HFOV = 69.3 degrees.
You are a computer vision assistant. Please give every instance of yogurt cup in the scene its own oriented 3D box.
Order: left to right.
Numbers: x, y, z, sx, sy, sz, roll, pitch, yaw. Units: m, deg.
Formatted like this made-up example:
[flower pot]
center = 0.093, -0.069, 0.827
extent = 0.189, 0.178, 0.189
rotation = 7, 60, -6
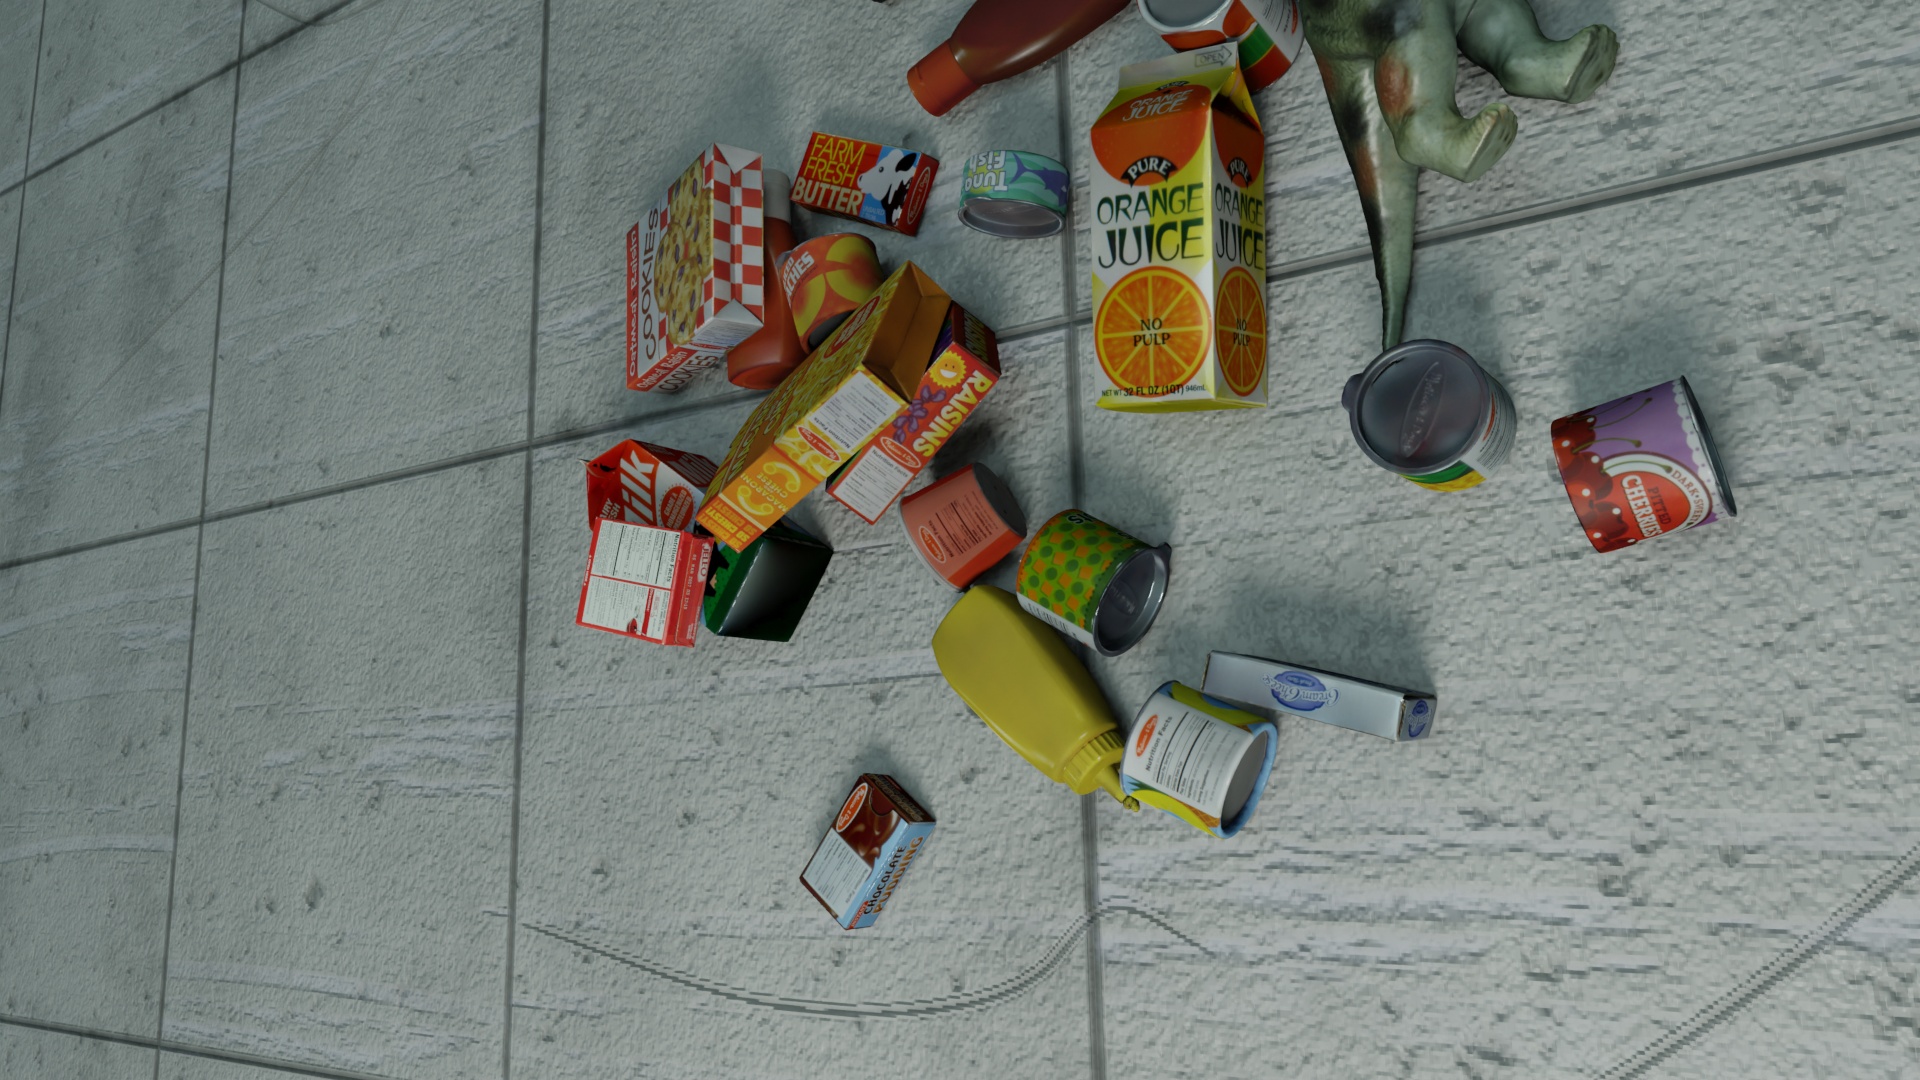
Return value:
[yogurt cup]
center = 0.003, -0.010, 0.828
extent = 0.054, 0.072, 0.072
rotation = -34, 64, 17

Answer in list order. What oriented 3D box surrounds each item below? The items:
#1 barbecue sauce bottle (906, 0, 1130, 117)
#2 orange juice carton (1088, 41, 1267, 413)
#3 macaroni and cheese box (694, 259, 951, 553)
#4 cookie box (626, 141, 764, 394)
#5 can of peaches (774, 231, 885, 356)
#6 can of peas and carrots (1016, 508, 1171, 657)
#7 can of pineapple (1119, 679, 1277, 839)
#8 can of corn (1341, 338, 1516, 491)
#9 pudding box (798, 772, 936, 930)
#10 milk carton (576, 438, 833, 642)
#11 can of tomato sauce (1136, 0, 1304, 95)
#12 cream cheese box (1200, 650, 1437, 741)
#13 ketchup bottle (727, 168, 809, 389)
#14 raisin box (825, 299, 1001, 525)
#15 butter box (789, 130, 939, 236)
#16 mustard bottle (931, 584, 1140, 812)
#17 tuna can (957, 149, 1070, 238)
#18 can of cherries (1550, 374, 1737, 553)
[barbecue sauce bottle]
center = 0.033, -0.323, 0.874
extent = 0.148, 0.044, 0.065
rotation = -28, 67, 28
[orange juice carton]
center = 0.118, -0.167, 0.751
extent = 0.072, 0.073, 0.192
rotation = 0, 92, 35
[macaroni and cheese box]
center = -0.084, -0.081, 0.845
extent = 0.166, 0.040, 0.124
rotation = -37, 22, 34
[cookie box]
center = -0.187, -0.183, 0.965
extent = 0.167, 0.040, 0.123
rotation = -19, 69, 55
[can of peaches]
center = -0.081, -0.158, 0.906
extent = 0.071, 0.071, 0.058
rotation = -29, 68, 28
[can of peas and carrots]
center = 0.074, 0.021, 0.772
extent = 0.059, 0.071, 0.071
rotation = 28, 98, 35
[can of pineapple]
center = 0.125, 0.114, 0.721
extent = 0.058, 0.071, 0.071
rotation = 22, 95, 31
[can of corn]
center = 0.231, -0.061, 0.683
extent = 0.071, 0.058, 0.071
rotation = -6, 79, 34
[pudding box]
center = -0.057, 0.191, 0.854
extent = 0.050, 0.030, 0.083
rotation = 38, 103, 34
[milk carton]
center = -0.184, -0.010, 0.950
extent = 0.191, 0.072, 0.073
rotation = 34, 102, 34
[can of tomato sauce]
center = 0.143, -0.293, 0.768
extent = 0.071, 0.083, 0.071
rotation = -6, 78, 33
[cream cheese box]
center = 0.180, 0.077, 0.697
extent = 0.104, 0.053, 0.024
rotation = 11, 91, 35
[ketchup bottle]
center = -0.135, -0.183, 0.963
extent = 0.064, 0.043, 0.149
rotation = -14, 74, 40
[raisin box]
center = -0.029, -0.079, 0.849
extent = 0.123, 0.040, 0.086
rotation = -48, 17, 19
[butter box]
center = -0.066, -0.242, 0.938
extent = 0.103, 0.024, 0.053
rotation = 22, 94, 35
[mustard bottle]
center = 0.049, 0.096, 0.786
extent = 0.065, 0.049, 0.161
rotation = -52, 59, 18
[tuna can]
center = 0.031, -0.209, 0.838
extent = 0.071, 0.071, 0.033
rotation = 2, 82, 35
[can of cherries]
center = 0.304, -0.032, 0.620
extent = 0.058, 0.071, 0.071
rotation = -21, 71, 31
